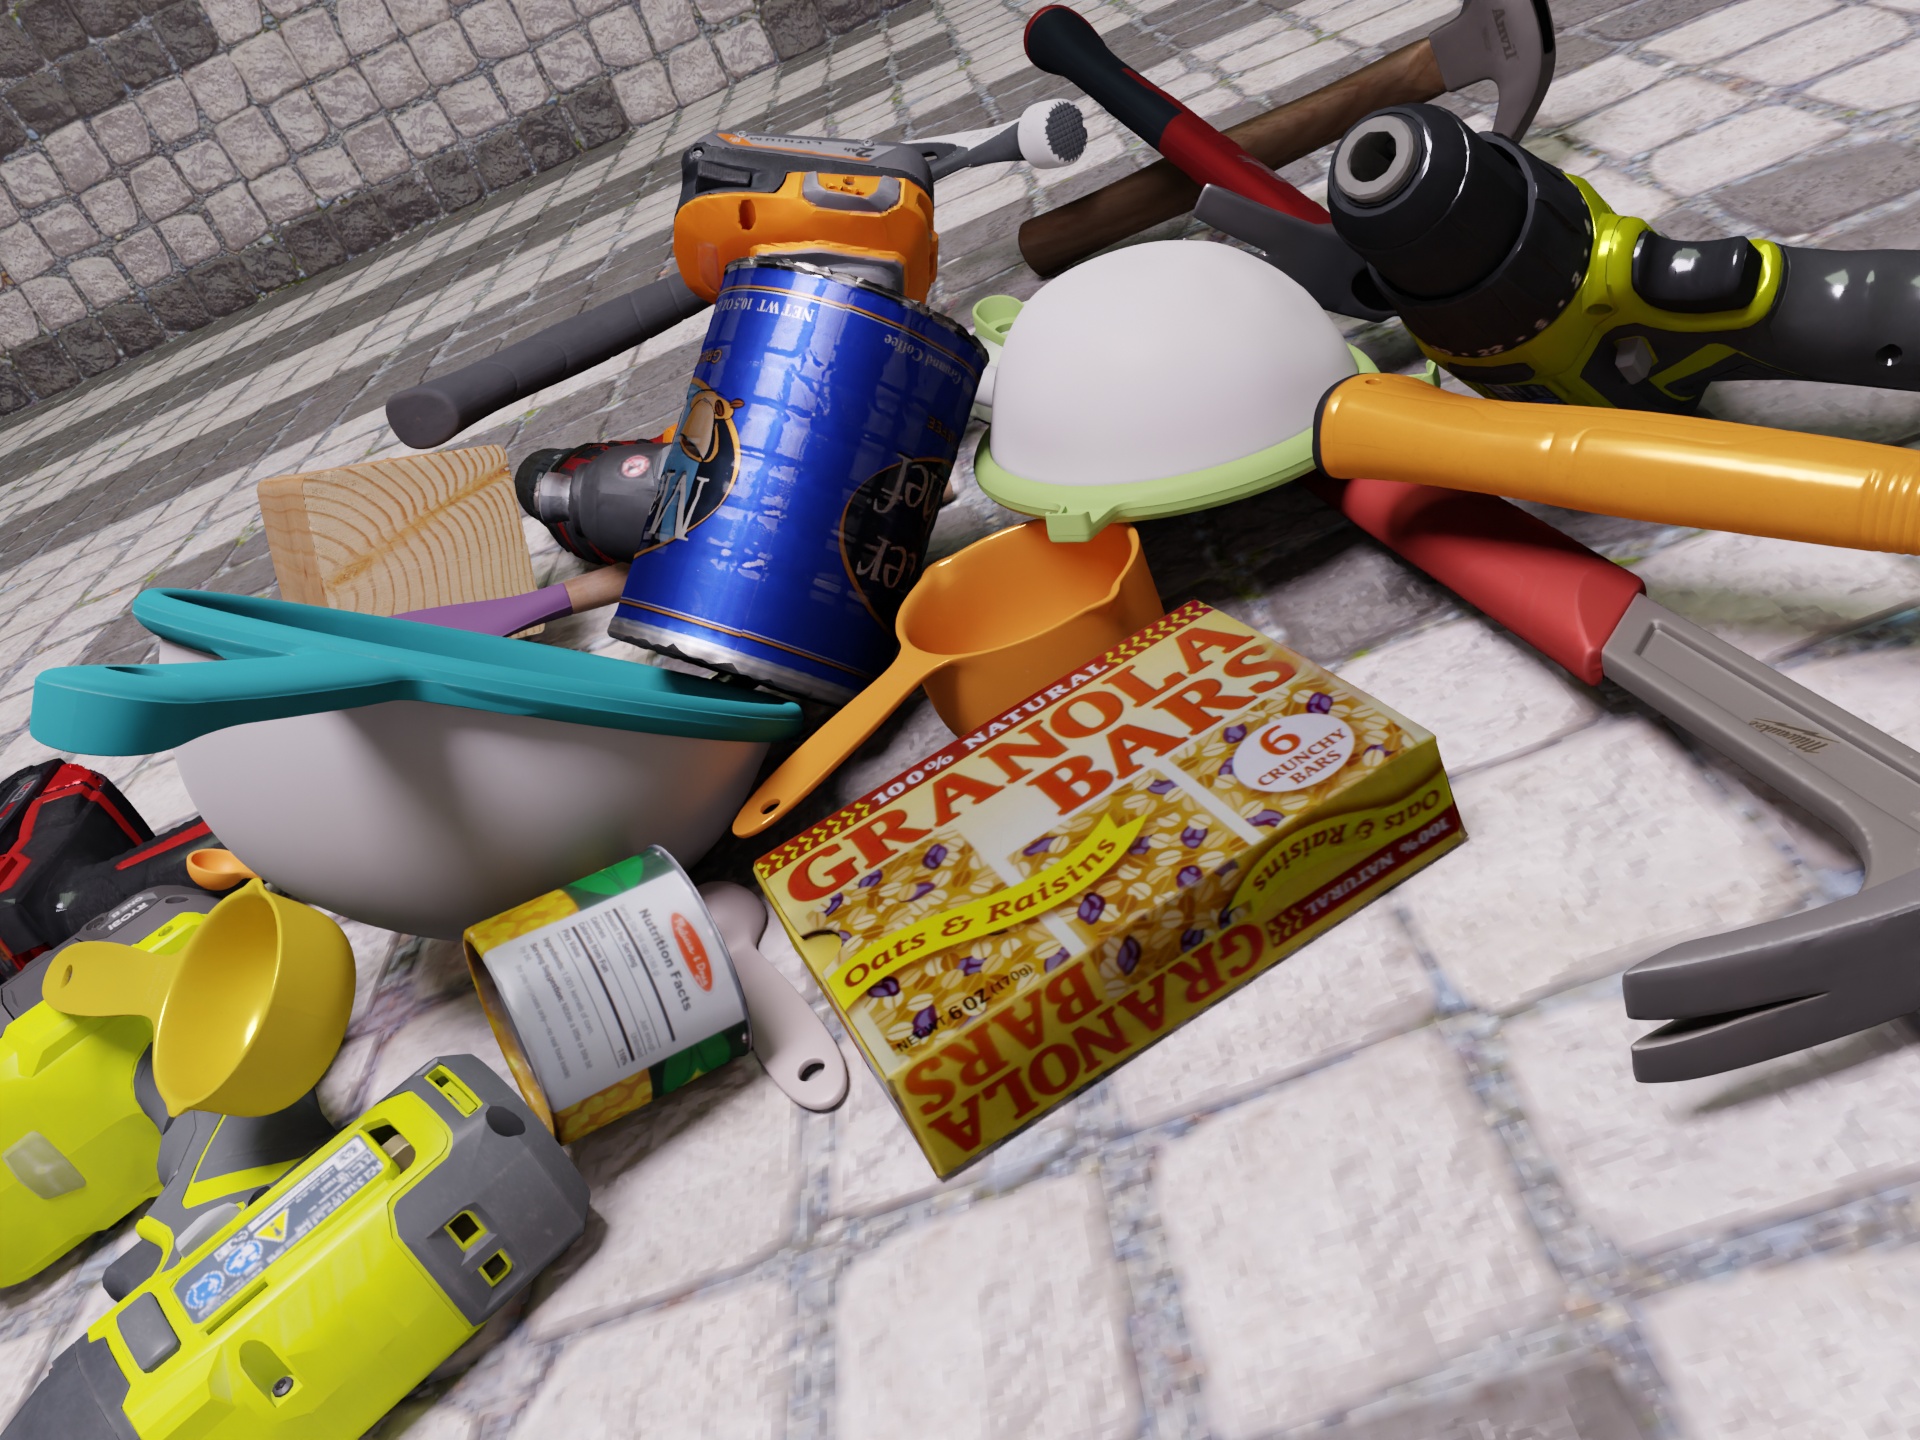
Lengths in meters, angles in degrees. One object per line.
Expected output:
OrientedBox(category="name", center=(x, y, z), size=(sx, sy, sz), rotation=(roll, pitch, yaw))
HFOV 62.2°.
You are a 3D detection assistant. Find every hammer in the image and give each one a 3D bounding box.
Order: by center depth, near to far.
OrientedBox(category="hammer", center=(0.224, -0.047, 0.371), size=(0.127, 0.034, 0.337), rotation=(-26, 31, -36))
OrientedBox(category="hammer", center=(0.161, -0.036, 0.464), size=(0.149, 0.036, 0.359), rotation=(-21, 28, -4))
OrientedBox(category="hammer", center=(0.095, -0.287, 0.771), size=(0.143, 0.038, 0.387), rotation=(6, 33, -26))
OrientedBox(category="hammer", center=(-0.120, -0.244, 0.850), size=(0.409, 0.036, 0.149), rotation=(-35, 29, -28))
OrientedBox(category="hammer", center=(0.158, -0.305, 0.857), size=(0.331, 0.130, 0.031), rotation=(-10, 20, 46))

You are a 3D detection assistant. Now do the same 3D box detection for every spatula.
OrientedBox(category="spatula", center=(-0.148, -0.062, 0.697), size=(0.316, 0.018, 0.060), rotation=(-19, 36, -18))

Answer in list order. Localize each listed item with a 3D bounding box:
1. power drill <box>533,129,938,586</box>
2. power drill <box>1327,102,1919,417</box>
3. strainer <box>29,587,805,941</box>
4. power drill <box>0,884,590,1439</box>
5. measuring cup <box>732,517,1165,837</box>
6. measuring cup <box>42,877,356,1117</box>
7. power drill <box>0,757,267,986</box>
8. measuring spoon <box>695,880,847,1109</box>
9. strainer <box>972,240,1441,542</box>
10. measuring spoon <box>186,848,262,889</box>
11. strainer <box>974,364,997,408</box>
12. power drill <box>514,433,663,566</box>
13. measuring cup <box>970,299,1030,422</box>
OrientedBox(category="power drill", center=(-0.091, -0.158, 0.708), size=(0.164, 0.084, 0.227), rotation=(4, 59, 0))
OrientedBox(category="power drill", center=(0.227, -0.120, 0.428), size=(0.229, 0.190, 0.080), rotation=(11, 89, 42))
OrientedBox(category="strainer", center=(-0.165, 0.024, 0.463), size=(0.211, 0.095, 0.340), rotation=(11, 3, 1))
OrientedBox(category="power drill", center=(-0.227, 0.140, 0.449), size=(0.171, 0.080, 0.223), rotation=(-40, 35, -26))
OrientedBox(category="measuring cup", center=(-0.001, -0.002, 0.527), size=(0.173, 0.052, 0.095), rotation=(-42, 33, -24))
OrientedBox(category="measuring cup", center=(-0.217, 0.077, 0.446), size=(0.156, 0.029, 0.062), rotation=(-5, 66, 43))
OrientedBox(category="power drill", center=(-0.305, 0.042, 0.671), size=(0.219, 0.078, 0.143), rotation=(-19, 30, 6))
OrientedBox(category="measuring spoon", center=(-0.062, 0.078, 0.477), size=(0.034, 0.018, 0.124), rotation=(-32, 30, -13))
OrientedBox(category="strainer", center=(0.053, -0.155, 0.614), size=(0.151, 0.069, 0.257), rotation=(-23, 31, -11))
OrientedBox(category="measuring spoon", center=(-0.207, 0.062, 0.555), size=(0.116, 0.011, 0.021), rotation=(13, 14, -22))
OrientedBox(category="strainer", center=(0.033, -0.144, 0.714), size=(0.087, 0.050, 0.259), rotation=(-43, 39, -15))
OrientedBox(category="power drill", center=(-0.138, -0.167, 0.883), size=(0.227, 0.080, 0.188), rotation=(-40, 32, -19))
OrientedBox(category="measuring cup", center=(0.039, -0.163, 0.770), size=(0.083, 0.038, 0.168), rotation=(-20, 30, 9))
